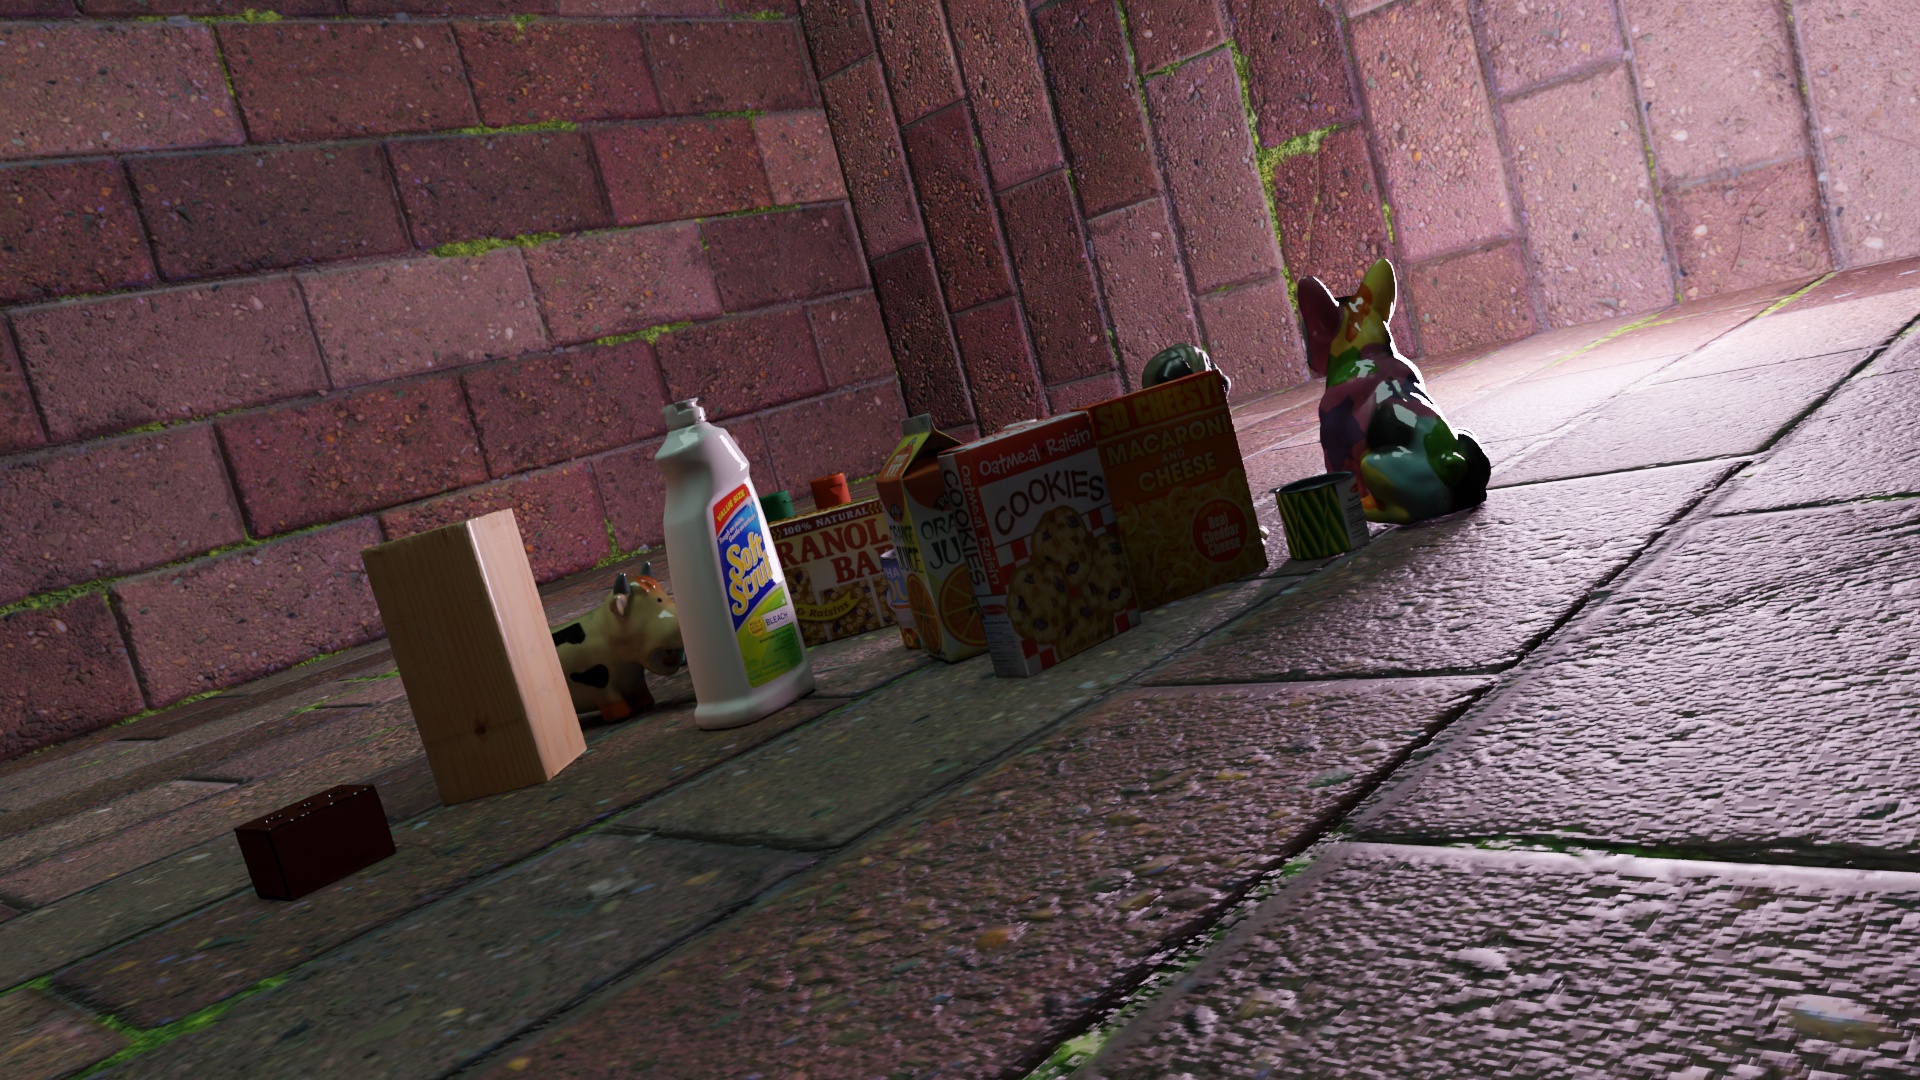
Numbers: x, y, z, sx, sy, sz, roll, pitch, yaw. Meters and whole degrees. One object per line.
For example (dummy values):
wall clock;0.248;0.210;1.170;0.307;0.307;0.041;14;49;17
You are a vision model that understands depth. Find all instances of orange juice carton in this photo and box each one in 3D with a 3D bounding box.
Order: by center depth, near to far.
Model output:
orange juice carton;-0.012;-0.006;1.109;0.073;0.192;0.072;-17;7;-18

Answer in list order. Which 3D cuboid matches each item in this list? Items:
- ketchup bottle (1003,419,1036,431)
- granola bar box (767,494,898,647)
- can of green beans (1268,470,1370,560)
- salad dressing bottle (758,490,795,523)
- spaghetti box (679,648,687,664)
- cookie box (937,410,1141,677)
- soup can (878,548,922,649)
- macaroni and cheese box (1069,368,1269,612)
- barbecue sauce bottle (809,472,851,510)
ketchup bottle;0.081;-0.053;1.470;0.065;0.148;0.043;-16;6;-4
granola bar box;-0.115;0.029;1.338;0.165;0.124;0.039;-15;6;3
can of green beans;0.293;-0.020;1.126;0.071;0.057;0.071;-15;6;2
salad dressing bottle;-0.172;0.024;1.406;0.044;0.147;0.064;-12;7;25
spaghetti box;-0.207;0.076;1.472;0.251;0.050;0.028;-18;7;-21
cookie box;0.058;0.000;1.009;0.123;0.167;0.040;-20;8;-39
soup can;-0.029;0.045;1.193;0.071;0.083;0.071;-15;6;2
macaroni and cheese box;0.166;-0.041;1.109;0.124;0.166;0.040;-17;7;-20
barbecue sauce bottle;-0.120;0.005;1.441;0.065;0.148;0.043;-19;7;-29
